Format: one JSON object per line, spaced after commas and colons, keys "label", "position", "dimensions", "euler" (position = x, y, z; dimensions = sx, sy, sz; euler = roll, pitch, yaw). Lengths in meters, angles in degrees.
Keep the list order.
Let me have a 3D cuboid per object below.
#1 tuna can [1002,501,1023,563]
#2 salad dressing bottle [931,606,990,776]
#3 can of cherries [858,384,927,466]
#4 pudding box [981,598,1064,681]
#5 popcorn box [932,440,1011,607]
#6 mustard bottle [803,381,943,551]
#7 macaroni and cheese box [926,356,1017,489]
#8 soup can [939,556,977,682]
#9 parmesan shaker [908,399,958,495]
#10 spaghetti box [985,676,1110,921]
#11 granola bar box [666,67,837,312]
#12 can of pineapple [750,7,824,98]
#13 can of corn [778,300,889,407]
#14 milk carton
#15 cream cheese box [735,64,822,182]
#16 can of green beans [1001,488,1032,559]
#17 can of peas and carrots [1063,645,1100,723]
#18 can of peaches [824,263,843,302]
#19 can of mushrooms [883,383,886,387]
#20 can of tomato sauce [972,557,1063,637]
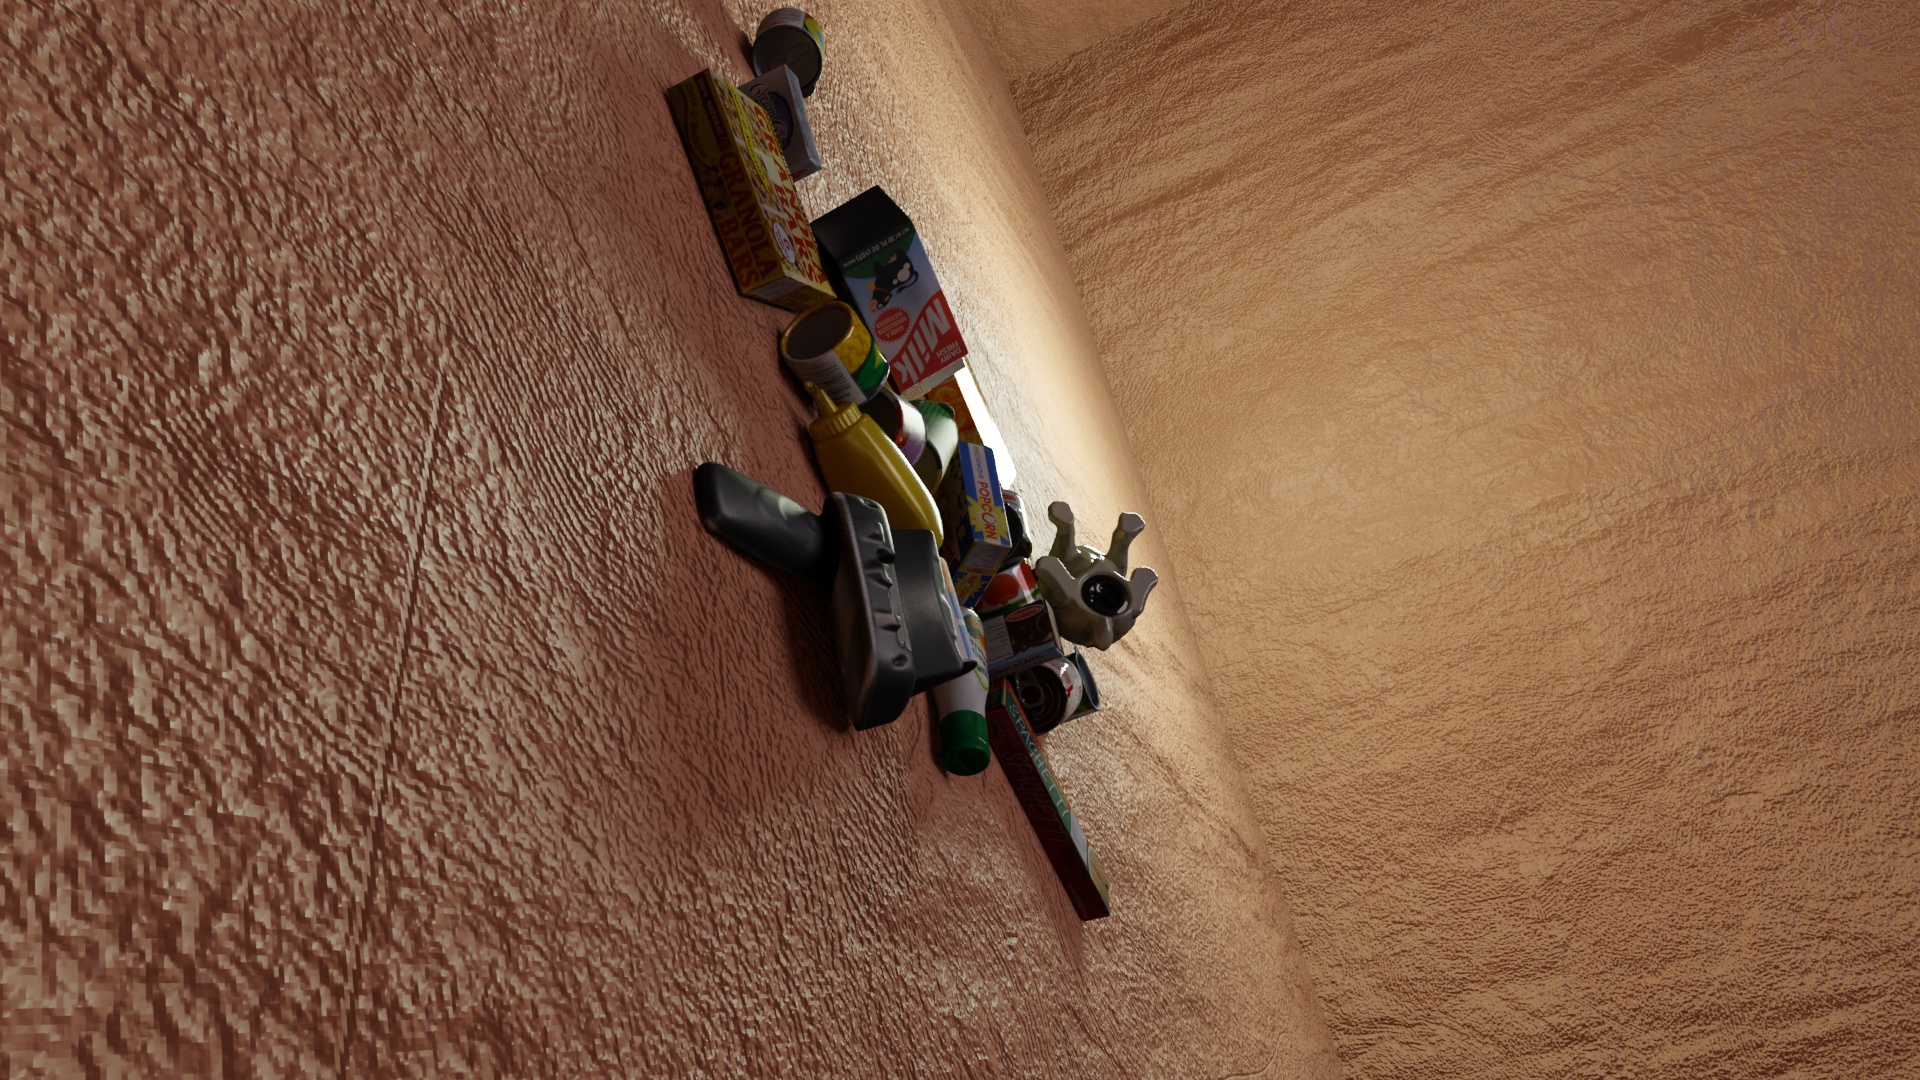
{"label": "tuna can", "position": [0.023, -0.008, 1.330], "dimensions": [0.033, 0.071, 0.071], "euler": [-133, -161, -79]}
{"label": "salad dressing bottle", "position": [0.000, 0.118, 1.101], "dimensions": [0.064, 0.044, 0.148], "euler": [56, 18, -39]}
{"label": "can of cherries", "position": [-0.067, -0.085, 1.103], "dimensions": [0.058, 0.071, 0.071], "euler": [25, 45, -72]}
{"label": "pudding box", "position": [0.046, 0.091, 1.240], "dimensions": [0.030, 0.083, 0.050], "euler": [47, 25, -60]}
{"label": "popcorn box", "position": [0.004, -0.015, 1.236], "dimensions": [0.038, 0.084, 0.127], "euler": [12, 44, -21]}
{"label": "mustard bottle", "position": [-0.072, -0.053, 1.043], "dimensions": [0.160, 0.065, 0.049], "euler": [61, 19, -18]}
{"label": "macaroni and cheese box", "position": [0.009, -0.130, 1.524], "dimensions": [0.124, 0.040, 0.166], "euler": [-60, 128, -74]}
{"label": "soup can", "position": [-0.031, 0.062, 1.021], "dimensions": [0.071, 0.071, 0.084], "euler": [33, 37, -68]}
{"label": "parmesan shaker", "position": [-0.039, -0.079, 1.188], "dimensions": [0.103, 0.071, 0.071], "euler": [-71, 138, -70]}
{"label": "spaghetti box", "position": [0.077, 0.237, 1.260], "dimensions": [0.050, 0.028, 0.249], "euler": [-82, 148, -64]}
{"label": "granola bar box", "position": [-0.158, -0.263, 1.068], "dimensions": [0.124, 0.039, 0.165], "euler": [-9, 78, -77]}
{"label": "can of pineapple", "position": [-0.160, -0.455, 1.297], "dimensions": [0.058, 0.071, 0.070], "euler": [-94, 158, -53]}
{"label": "can of corn", "position": [-0.097, -0.143, 1.066], "dimensions": [0.058, 0.071, 0.071], "euler": [55, 19, -45]}
{"label": "milk carton", "position": [-0.054, -0.198, 1.187], "dimensions": [0.074, 0.072, 0.189], "euler": [53, -6, 44]}
{"label": "cream cheese box", "position": [-0.155, -0.349, 1.180], "dimensions": [0.024, 0.053, 0.104], "euler": [36, 35, -64]}
{"label": "can of green beans", "position": [0.036, -0.010, 1.393], "dimensions": [0.071, 0.071, 0.058], "euler": [54, 20, -47]}
{"label": "can of peas and carrots", "position": [0.105, 0.152, 1.433], "dimensions": [0.071, 0.058, 0.071], "euler": [-23, 91, -77]}
{"label": "can of peaches", "position": [-0.097, -0.244, 1.224], "dimensions": [0.071, 0.071, 0.058], "euler": [-98, 162, -45]}
{"label": "can of mushrooms", "position": [-0.091, -0.142, 1.163], "dimensions": [0.071, 0.033, 0.071], "euler": [-22, 91, -76]}
{"label": "can of tomato sauce", "position": [0.049, 0.065, 1.321], "dimensions": [0.071, 0.071, 0.083], "euler": [-51, 119, -75]}
